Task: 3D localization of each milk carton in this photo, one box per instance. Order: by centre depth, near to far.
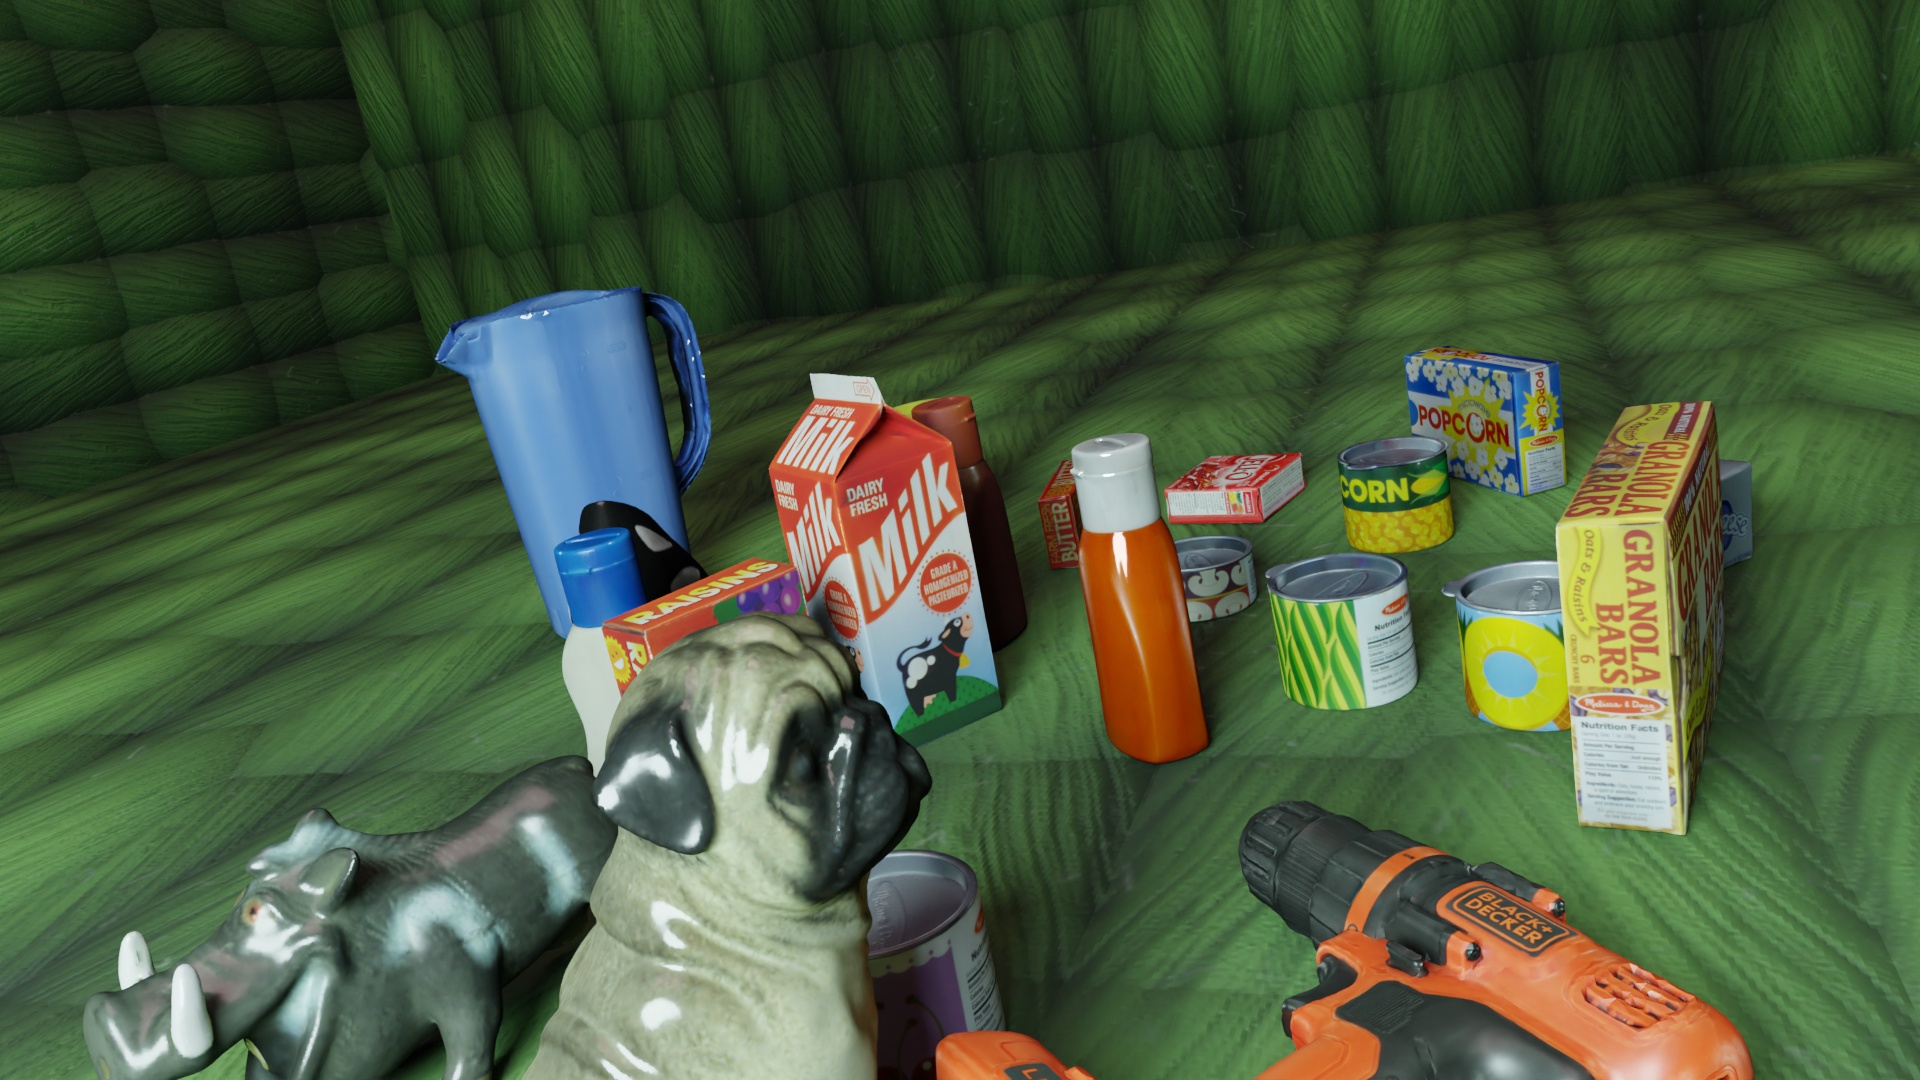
[{"bbox_3d":[-0.042,0.007,0.721,0.074,0.190,0.072,-20,18,-30],"label":"milk carton"}]

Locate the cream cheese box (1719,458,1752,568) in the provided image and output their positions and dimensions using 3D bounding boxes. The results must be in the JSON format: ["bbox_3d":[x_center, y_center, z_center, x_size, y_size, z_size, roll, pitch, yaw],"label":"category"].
[{"bbox_3d":[0.373,-0.003,0.726,0.104,0.053,0.024,-19,17,-25],"label":"cream cheese box"}]

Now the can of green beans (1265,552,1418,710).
[{"bbox_3d":[0.187,0.044,0.680,0.071,0.057,0.071,-10,16,3],"label":"can of green beans"}]

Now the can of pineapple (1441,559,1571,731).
[{"bbox_3d":[0.257,0.046,0.624,0.071,0.057,0.071,-10,16,3],"label":"can of pineapple"}]

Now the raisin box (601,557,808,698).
[{"bbox_3d":[-0.103,0.080,0.630,0.086,0.123,0.040,-24,20,-39],"label":"raisin box"}]

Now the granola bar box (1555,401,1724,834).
[{"bbox_3d":[0.281,0.024,0.563,0.039,0.124,0.166,-1,19,34],"label":"granola bar box"}]

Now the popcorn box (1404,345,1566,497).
[{"bbox_3d":[0.361,-0.085,0.959,0.038,0.085,0.127,-14,16,-12],"label":"popcorn box"}]

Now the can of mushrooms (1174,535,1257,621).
[{"bbox_3d":[0.141,0.022,0.830,0.071,0.033,0.071,-10,16,3],"label":"can of mushrooms"}]

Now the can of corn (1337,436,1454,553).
[{"bbox_3d":[0.272,-0.028,0.872,0.071,0.058,0.071,-10,16,3],"label":"can of corn"}]

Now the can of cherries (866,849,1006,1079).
[{"bbox_3d":[-0.024,0.146,0.467,0.071,0.058,0.072,-10,16,3],"label":"can of cherries"}]

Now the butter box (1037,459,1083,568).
[{"bbox_3d":[0.079,-0.021,0.986,0.024,0.053,0.104,-7,16,16],"label":"butter box"}]

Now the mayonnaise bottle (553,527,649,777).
[{"bbox_3d":[-0.156,0.069,0.661,0.065,0.147,0.041,-7,16,13],"label":"mayonnaise bottle"}]

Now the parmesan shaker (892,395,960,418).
[{"bbox_3d":[-0.018,-0.054,1.075,0.071,0.102,0.071,-10,15,3],"label":"parmesan shaker"}]

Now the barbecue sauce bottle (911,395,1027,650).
[{"bbox_3d":[0.003,-0.010,0.827,0.043,0.148,0.065,-2,18,32],"label":"barbecue sauce bottle"}]

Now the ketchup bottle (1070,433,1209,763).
[{"bbox_3d":[0.081,0.026,0.648,0.043,0.148,0.065,-15,16,-15],"label":"ketchup bottle"}]
